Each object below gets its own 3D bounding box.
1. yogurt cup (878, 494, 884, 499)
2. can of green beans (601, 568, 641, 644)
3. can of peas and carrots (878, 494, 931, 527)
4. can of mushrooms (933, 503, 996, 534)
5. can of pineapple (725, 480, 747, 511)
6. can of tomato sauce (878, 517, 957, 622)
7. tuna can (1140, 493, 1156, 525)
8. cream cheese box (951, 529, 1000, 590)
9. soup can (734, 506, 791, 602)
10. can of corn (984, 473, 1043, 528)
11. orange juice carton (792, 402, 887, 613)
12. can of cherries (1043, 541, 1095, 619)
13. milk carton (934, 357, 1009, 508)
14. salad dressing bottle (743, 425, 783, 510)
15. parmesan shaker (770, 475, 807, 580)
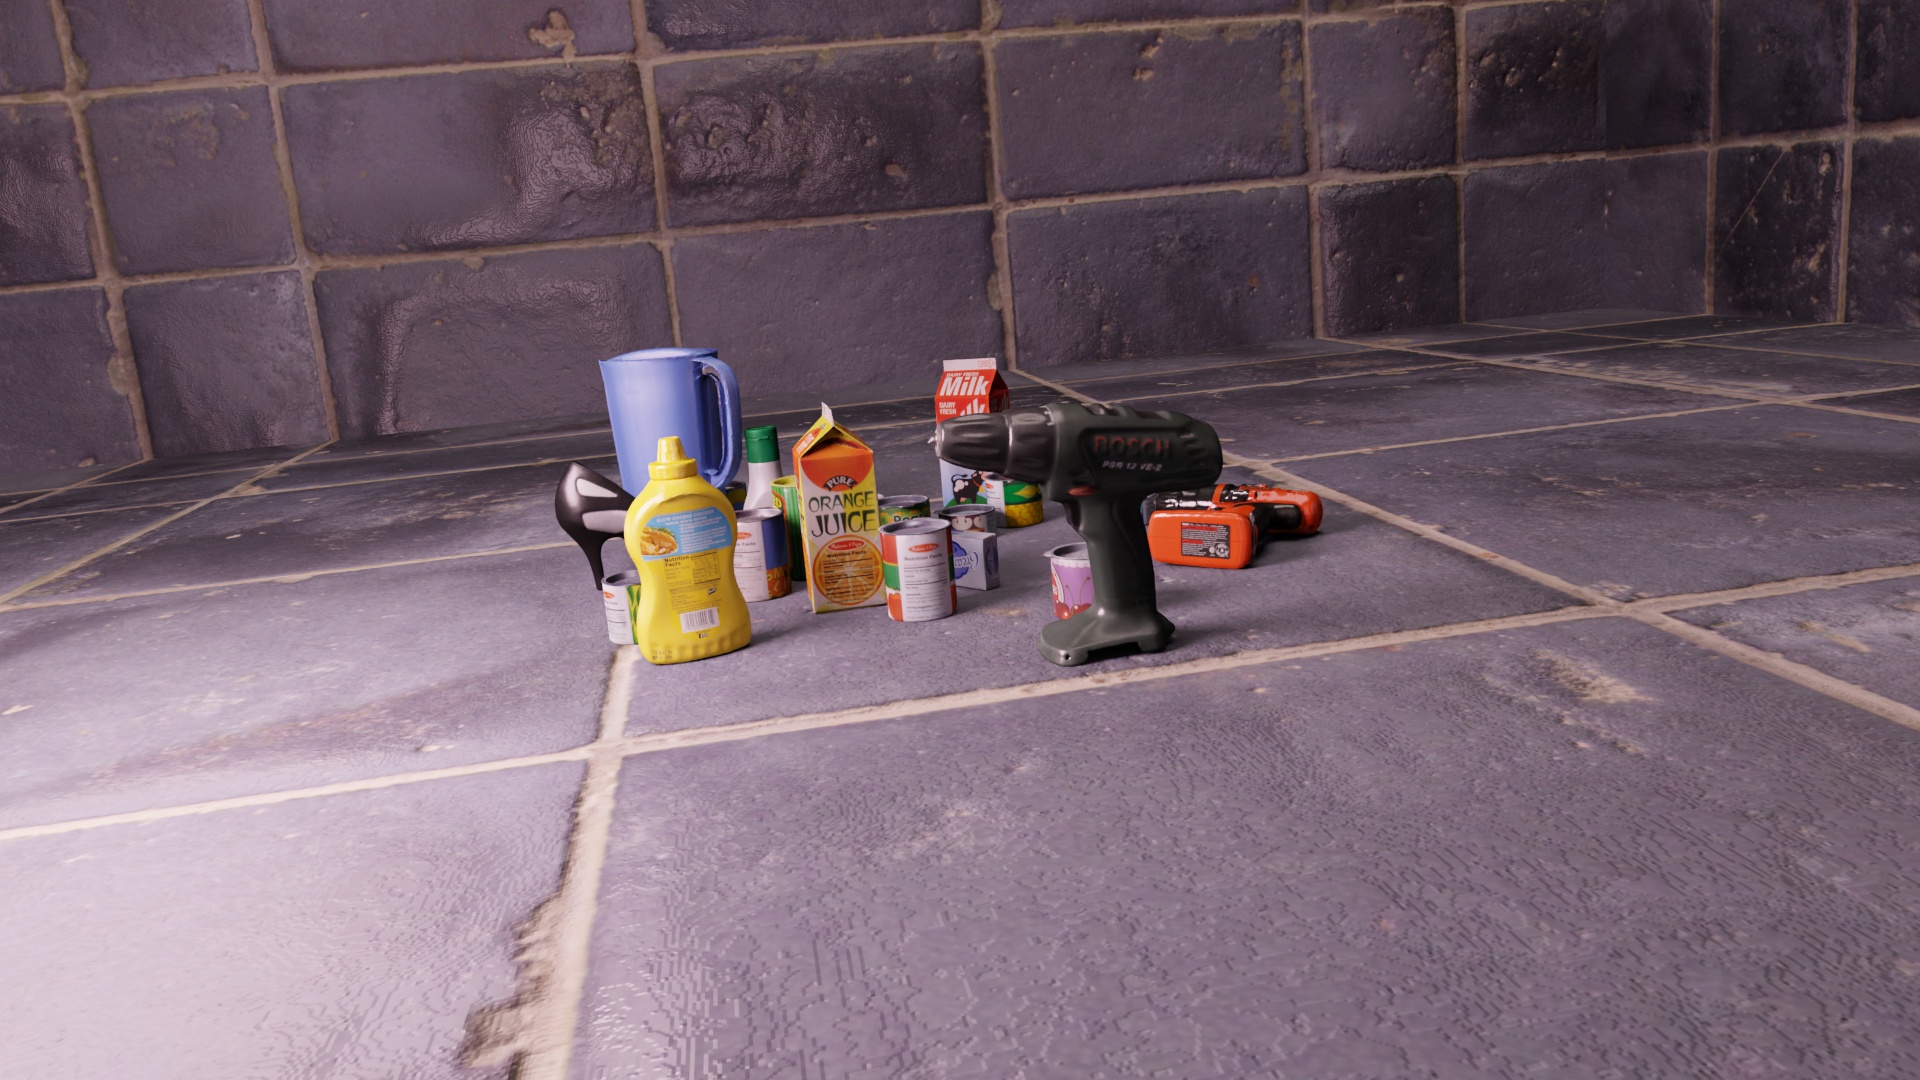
[{"bbox_3d":[-0.119,-0.022,1.599,0.072,0.053,0.072,-5,12,1],"label":"yogurt cup"},{"bbox_3d":[-0.295,0.060,1.288,0.071,0.057,0.071,-5,12,1],"label":"can of green beans"},{"bbox_3d":[-0.064,-0.016,1.539,0.071,0.058,0.071,-5,12,1],"label":"can of peas and carrots"},{"bbox_3d":[0.006,-0.020,1.586,0.071,0.033,0.071,-5,12,1],"label":"can of mushrooms"},{"bbox_3d":[-0.298,-0.041,1.747,0.071,0.057,0.071,-5,12,1],"label":"can of pineapple"},{"bbox_3d":[-0.038,0.026,1.280,0.071,0.083,0.071,-5,12,1],"label":"can of tomato sauce"},{"bbox_3d":[0.190,-0.037,1.592,0.071,0.032,0.071,-5,12,1],"label":"tuna can"},{"bbox_3d":[-0.007,0.017,1.379,0.104,0.053,0.024,6,16,41],"label":"cream cheese box"},{"bbox_3d":[-0.206,0.013,1.403,0.071,0.083,0.071,-5,12,1],"label":"soup can"},{"bbox_3d":[0.066,-0.050,1.641,0.071,0.058,0.071,-5,12,1],"label":"can of corn"},{"bbox_3d":[-0.118,-0.034,1.330,0.073,0.192,0.072,-7,12,-10],"label":"orange juice carton"},{"bbox_3d":[0.111,0.036,1.233,0.071,0.058,0.071,-5,12,1],"label":"can of cherries"},{"bbox_3d":[0.018,-0.128,1.706,0.072,0.190,0.074,0,13,23],"label":"milk carton"},{"bbox_3d":[-0.217,-0.055,1.569,0.064,0.147,0.044,-8,12,-14],"label":"salad dressing bottle"},{"bbox_3d":[-0.162,-0.014,1.465,0.071,0.102,0.071,-5,12,1],"label":"parmesan shaker"}]
